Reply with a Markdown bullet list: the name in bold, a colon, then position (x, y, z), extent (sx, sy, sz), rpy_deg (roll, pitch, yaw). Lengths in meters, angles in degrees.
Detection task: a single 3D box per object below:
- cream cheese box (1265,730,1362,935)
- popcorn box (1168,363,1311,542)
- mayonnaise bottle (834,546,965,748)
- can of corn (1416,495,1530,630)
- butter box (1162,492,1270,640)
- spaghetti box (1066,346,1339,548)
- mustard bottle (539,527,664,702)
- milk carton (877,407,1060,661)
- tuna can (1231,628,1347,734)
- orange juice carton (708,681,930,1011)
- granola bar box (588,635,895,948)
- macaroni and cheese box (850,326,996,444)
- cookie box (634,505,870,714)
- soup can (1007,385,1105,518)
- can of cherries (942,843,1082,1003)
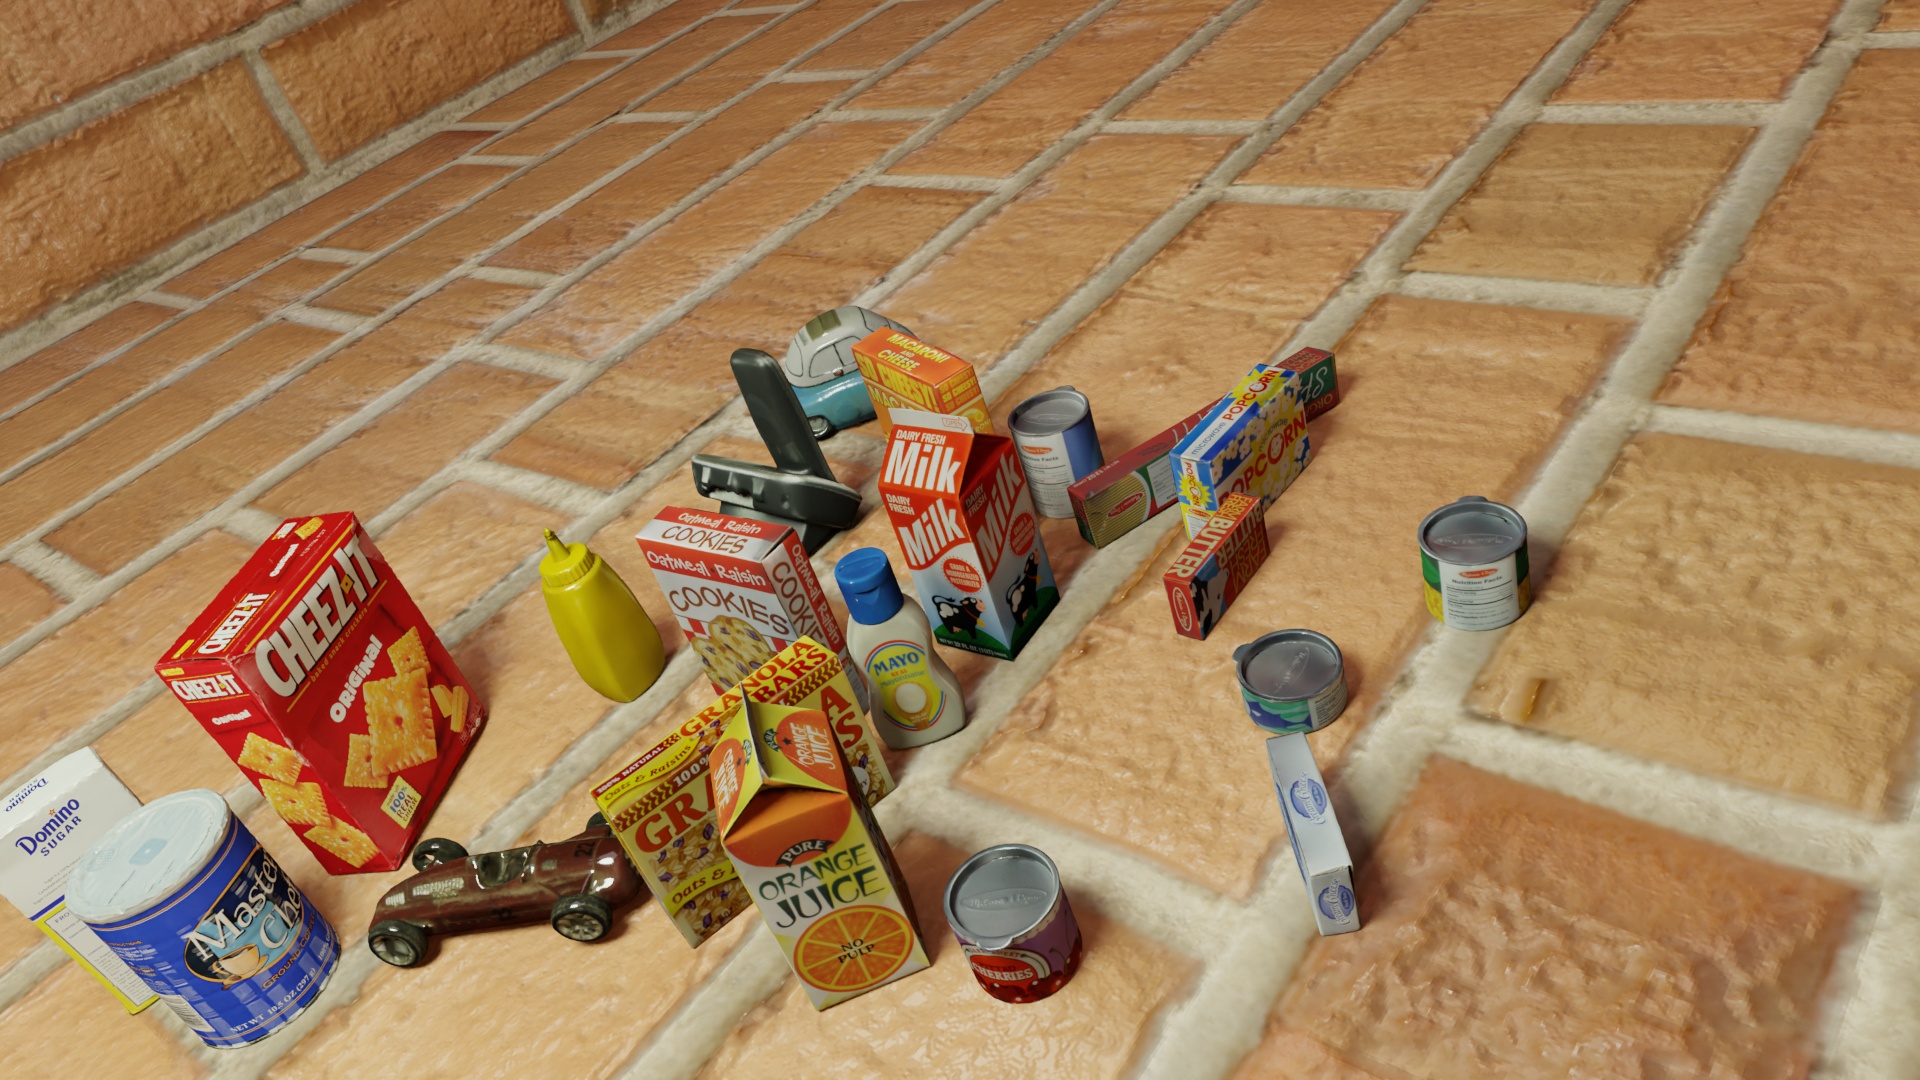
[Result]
- **cream cheese box**: position (0.195, 0.161, 0.770), extent (0.024, 0.053, 0.104), rpy_deg (-15, 35, 7)
- **popcorn box**: position (0.212, -0.063, 1.043), extent (0.038, 0.085, 0.127), rpy_deg (16, 48, 41)
- **mayonnaise bottle**: position (-0.044, 0.072, 0.925), extent (0.065, 0.147, 0.041), rpy_deg (-18, 34, 3)
- **can of corn**: position (0.334, 0.015, 0.901), extent (0.071, 0.058, 0.071), rpy_deg (-13, 35, 9)
- **butter box**: position (0.181, 0.017, 0.976), extent (0.024, 0.053, 0.104), rpy_deg (13, 46, 38)
- **spaghetti box**: position (0.196, -0.076, 1.100), extent (0.251, 0.050, 0.029), rpy_deg (-30, 36, -16)
- **mustard bottle**: position (-0.281, 0.050, 1.059), extent (0.049, 0.159, 0.066), rpy_deg (7, 42, 33)
- **milk carton**: position (0.004, -0.012, 0.981), extent (0.072, 0.189, 0.074), rpy_deg (10, 44, 36)
- **tuna can**: position (0.208, 0.089, 0.881), extent (0.071, 0.032, 0.071), rpy_deg (-13, 35, 9)
- **orange juice carton**: position (-0.084, 0.167, 0.774), extent (0.073, 0.191, 0.072), rpy_deg (-21, 34, -3)
- **granola bar box**: position (-0.132, 0.156, 0.873), extent (0.166, 0.123, 0.039), rpy_deg (-36, 37, -23)
- **macaroni and cheese box**: position (-0.016, -0.079, 1.103), extent (0.040, 0.165, 0.124), rpy_deg (-34, 37, -20)
- **cookie box**: position (-0.144, 0.057, 0.977), extent (0.123, 0.166, 0.040), rpy_deg (9, 43, 35)
- **soup can**: position (0.082, -0.071, 1.118), extent (0.071, 0.083, 0.072), rpy_deg (-13, 35, 9)
- **can of cherries**: position (0.029, 0.215, 0.771), extent (0.071, 0.058, 0.072), rpy_deg (-13, 35, 9)
